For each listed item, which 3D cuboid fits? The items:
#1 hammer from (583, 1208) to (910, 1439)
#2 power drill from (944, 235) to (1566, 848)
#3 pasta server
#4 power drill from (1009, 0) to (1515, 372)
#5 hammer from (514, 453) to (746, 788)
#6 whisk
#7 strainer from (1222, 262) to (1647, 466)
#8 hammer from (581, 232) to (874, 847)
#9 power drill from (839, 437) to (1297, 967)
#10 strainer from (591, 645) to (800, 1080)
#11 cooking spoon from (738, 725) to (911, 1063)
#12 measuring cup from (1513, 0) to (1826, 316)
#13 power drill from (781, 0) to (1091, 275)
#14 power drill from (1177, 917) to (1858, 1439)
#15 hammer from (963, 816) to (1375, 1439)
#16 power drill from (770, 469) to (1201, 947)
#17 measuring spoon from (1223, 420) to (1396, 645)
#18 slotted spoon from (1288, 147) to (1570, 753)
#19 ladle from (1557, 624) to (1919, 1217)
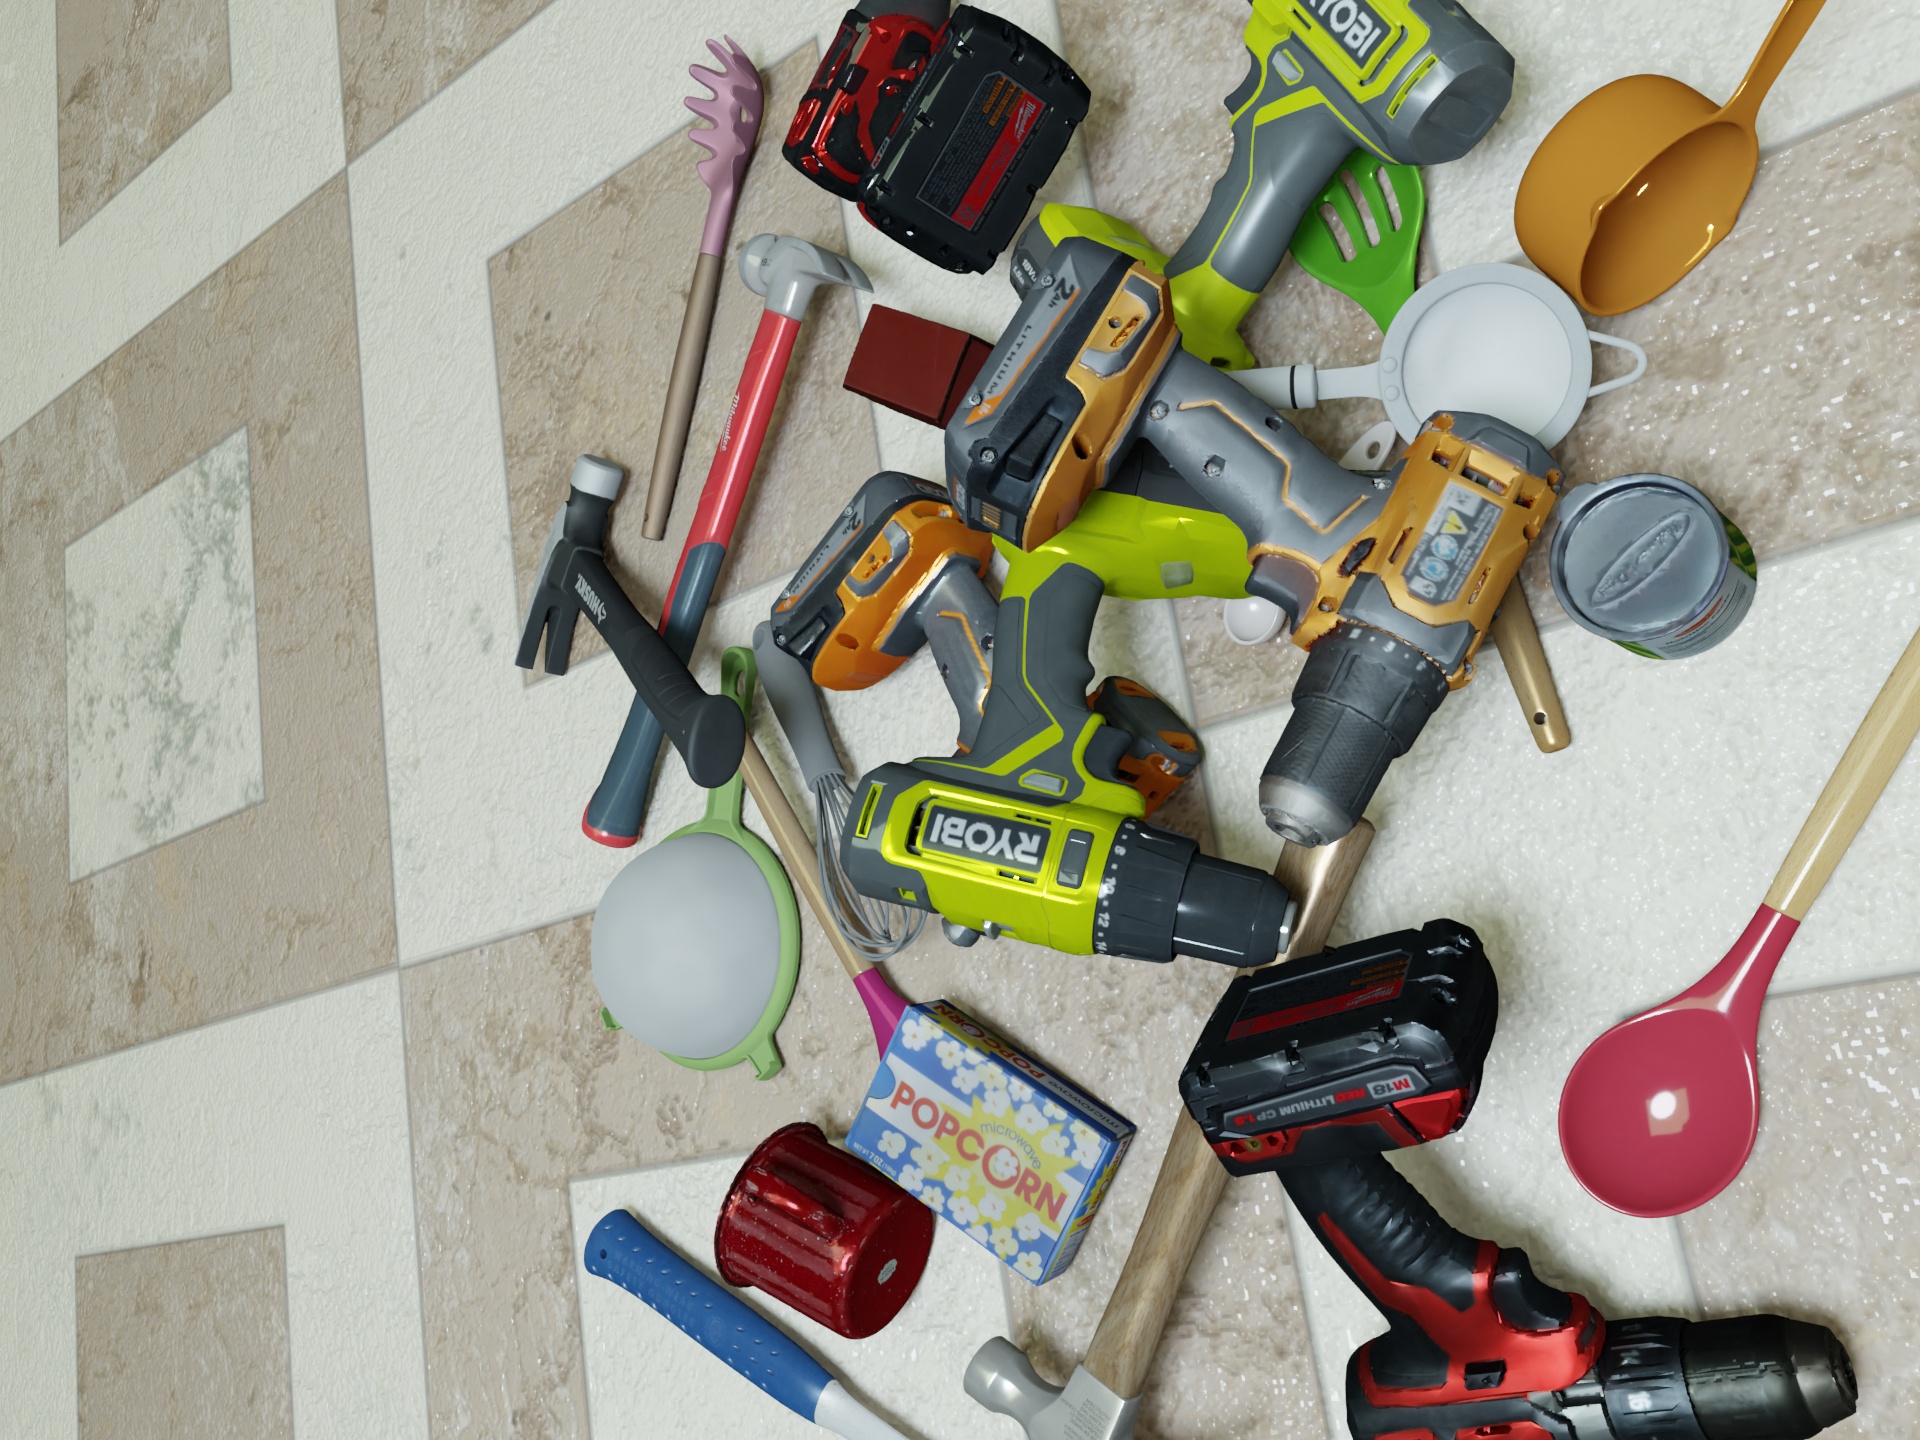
[{"bbox_3d":[-0.062,0.364,0.849,0.406,0.035,0.144,19,96,37],"label":"hammer"},{"bbox_3d":[0.104,-0.072,0.641,0.226,0.084,0.185,29,79,7],"label":"power drill"},{"bbox_3d":[-0.172,-0.272,1.017,0.060,0.040,0.316,16,95,49],"label":"pasta server"},{"bbox_3d":[0.125,-0.260,0.735,0.223,0.080,0.171,-51,56,36],"label":"power drill"},{"bbox_3d":[-0.197,-0.044,0.940,0.335,0.035,0.146,43,114,54],"label":"hammer"},{"bbox_3d":[-0.074,0.031,0.891,0.055,0.055,0.239,-43,53,25],"label":"whisk"},{"bbox_3d":[0.159,-0.149,0.696,0.258,0.050,0.086,0,108,21],"label":"strainer"},{"bbox_3d":[-0.150,-0.097,0.954,0.143,0.038,0.386,38,111,58],"label":"hammer"},{"bbox_3d":[0.068,-0.007,0.701,0.190,0.080,0.229,12,71,16],"label":"power drill"},{"bbox_3d":[-0.163,0.081,0.942,0.151,0.069,0.256,8,90,38],"label":"strainer"},{"bbox_3d":[-0.066,0.119,0.881,0.068,0.017,0.319,-40,68,26],"label":"cooking spoon"},{"bbox_3d":[0.283,-0.246,0.620,0.052,0.095,0.173,54,136,34],"label":"measuring cup"},{"bbox_3d":[-0.022,-0.335,0.856,0.143,0.078,0.220,-57,33,17],"label":"power drill"},{"bbox_3d":[0.205,0.193,0.602,0.188,0.080,0.226,-23,101,32],"label":"power drill"},{"bbox_3d":[0.109,0.193,0.703,0.130,0.031,0.331,26,100,36],"label":"hammer"},{"bbox_3d":[-0.001,-0.003,0.827,0.164,0.084,0.227,-50,62,21],"label":"power drill"},{"bbox_3d":[0.167,-0.085,0.742,0.124,0.018,0.034,-56,43,24],"label":"measuring spoon"},{"bbox_3d":[0.213,-0.133,0.715,0.070,0.031,0.314,-27,71,36],"label":"slotted spoon"},{"bbox_3d":[0.325,0.050,0.606,0.069,0.031,0.315,31,101,26],"label":"ladle"}]
